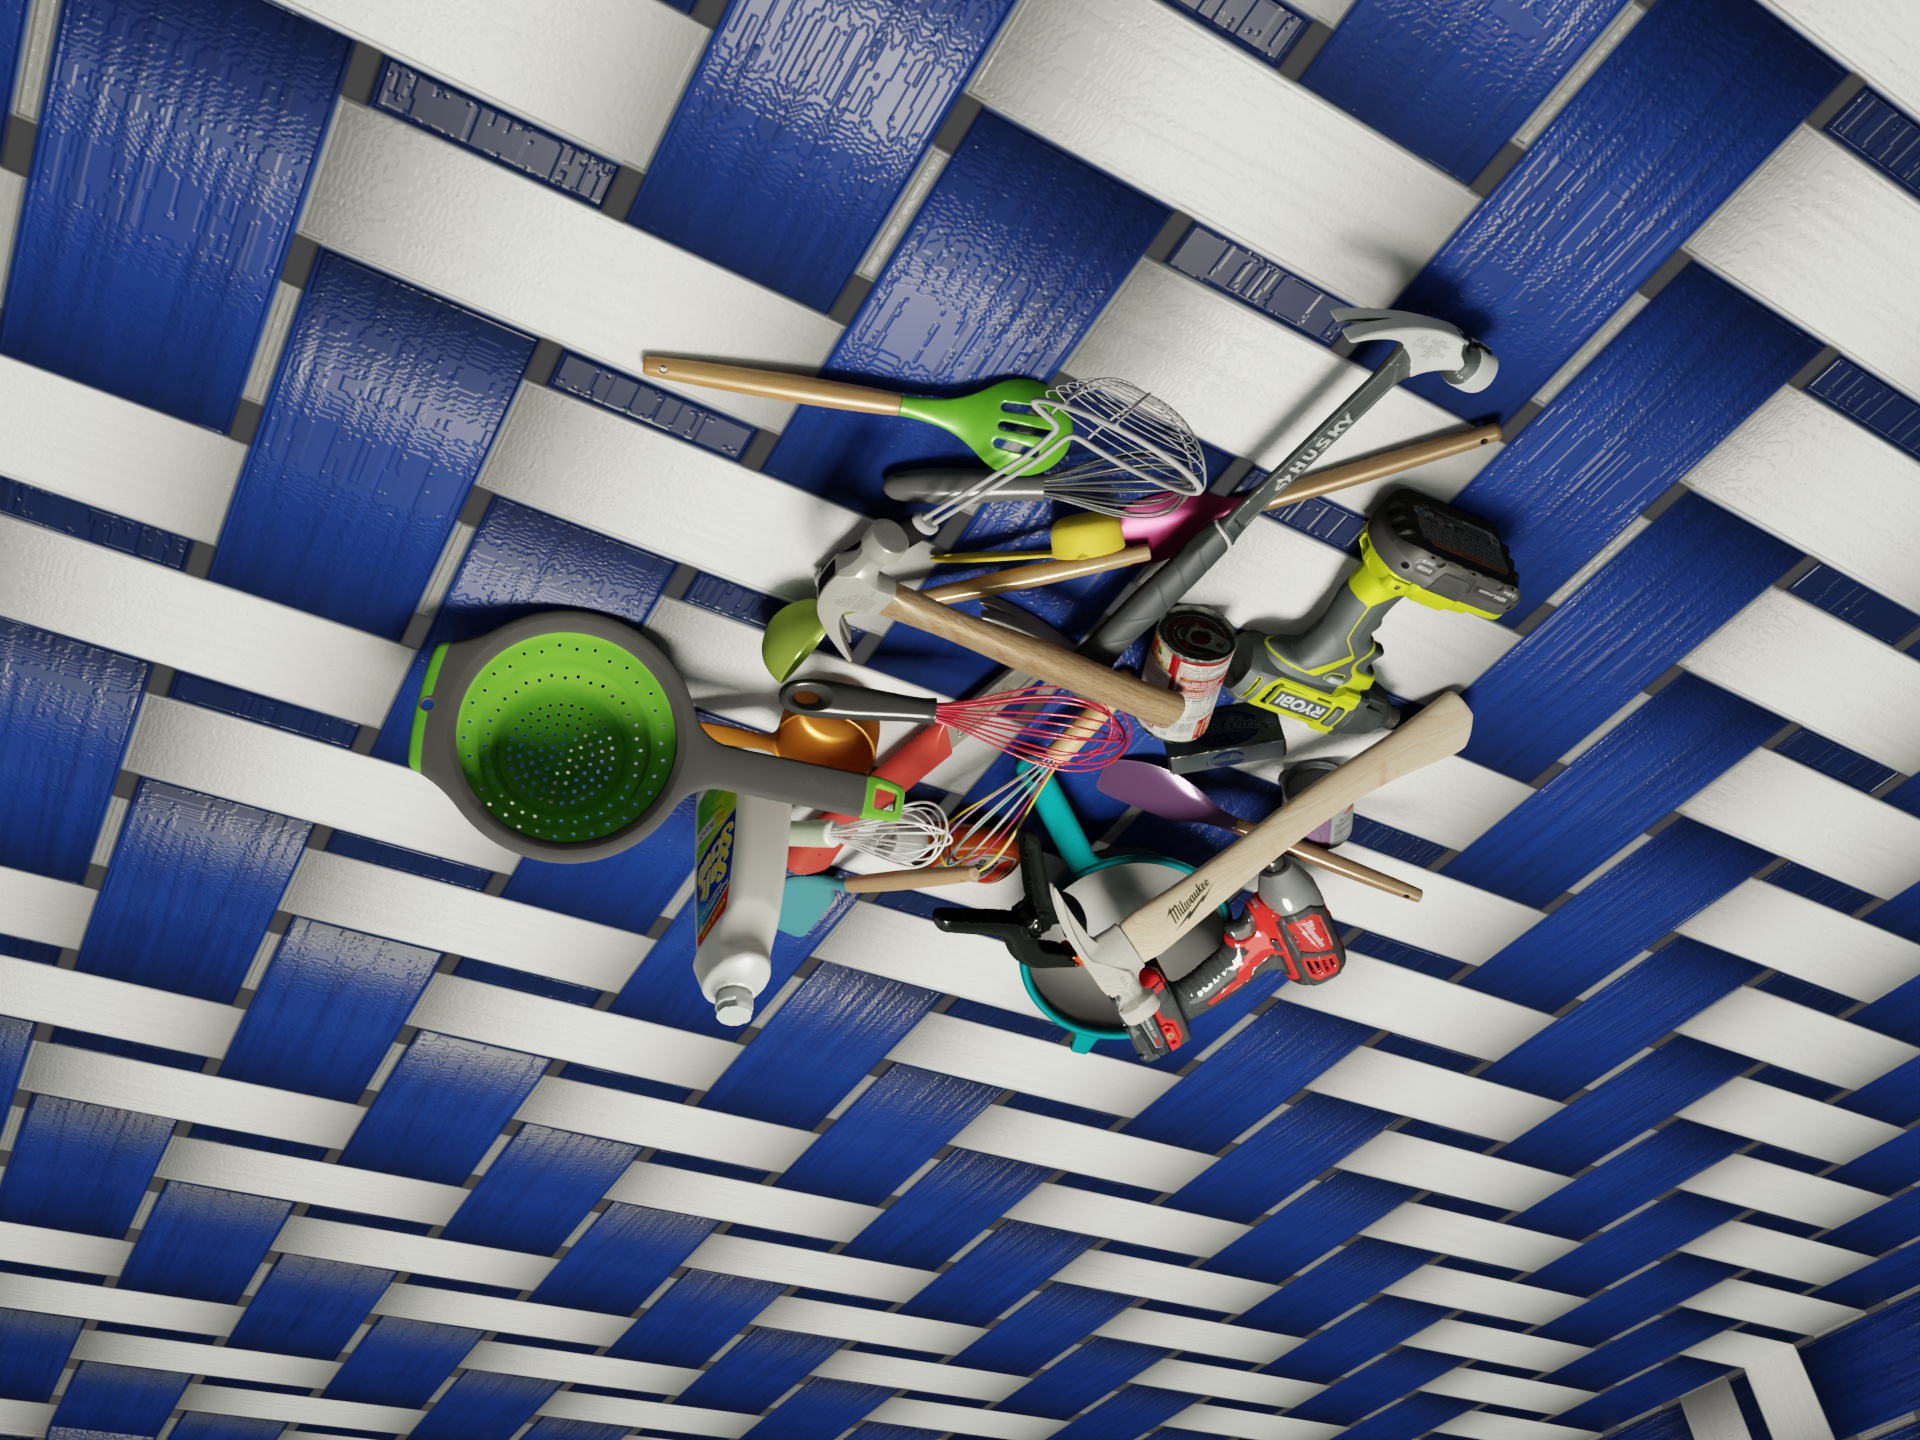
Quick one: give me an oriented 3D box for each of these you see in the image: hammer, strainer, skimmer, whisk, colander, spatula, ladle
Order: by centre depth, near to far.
[{"bbox_3d":[0.014,-0.142,1.134,0.127,0.090,0.363,27,144,-36],"label":"skimmer"},{"bbox_3d":[0.061,-0.179,1.200,0.239,0.055,0.055,0,137,1],"label":"whisk"},{"bbox_3d":[0.208,-0.153,1.202,0.149,0.036,0.409,11,137,-40],"label":"hammer"},{"bbox_3d":[0.038,-0.055,1.233,0.331,0.031,0.130,20,141,-29],"label":"hammer"},{"bbox_3d":[-0.004,-0.090,1.268,0.320,0.078,0.062,-11,95,5],"label":"ladle"},{"bbox_3d":[-0.002,-0.004,1.312,0.295,0.073,0.073,7,135,-7],"label":"whisk"},{"bbox_3d":[-0.246,0.036,1.318,0.397,0.205,0.094,13,165,-15],"label":"colander"},{"bbox_3d":[0.066,0.046,1.403,0.245,0.047,0.051,-48,147,15],"label":"whisk"},{"bbox_3d":[-0.044,0.029,1.412,0.149,0.037,0.359,31,125,-32],"label":"hammer"},{"bbox_3d":[-0.107,0.100,1.413,0.246,0.059,0.057,-2,163,38],"label":"whisk"},{"bbox_3d":[0.275,0.095,1.416,0.410,0.038,0.146,-35,97,-2],"label":"hammer"},{"bbox_3d":[0.278,0.104,1.469,0.316,0.018,0.059,22,134,1],"label":"spatula"},{"bbox_3d":[-0.090,0.163,1.492,0.082,0.044,0.317,32,153,-31],"label":"spatula"},{"bbox_3d":[0.128,0.151,1.533,0.211,0.095,0.340,-26,115,6],"label":"strainer"}]

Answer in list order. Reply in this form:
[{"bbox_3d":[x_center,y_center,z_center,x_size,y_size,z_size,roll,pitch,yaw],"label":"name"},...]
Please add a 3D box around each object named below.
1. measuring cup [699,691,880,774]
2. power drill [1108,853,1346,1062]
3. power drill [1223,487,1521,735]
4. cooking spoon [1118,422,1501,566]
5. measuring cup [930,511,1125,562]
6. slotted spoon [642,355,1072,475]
[{"bbox_3d":[-0.154,0.003,1.367,0.173,0.052,0.095,8,132,5],"label":"measuring cup"},{"bbox_3d":[0.241,0.214,1.484,0.219,0.079,0.143,-26,116,2],"label":"power drill"},{"bbox_3d":[0.347,-0.075,1.318,0.171,0.080,0.223,18,136,-22],"label":"power drill"},{"bbox_3d":[0.259,-0.178,1.238,0.319,0.017,0.068,-16,136,12],"label":"cooking spoon"},{"bbox_3d":[0.050,-0.142,1.241,0.156,0.062,0.029,-3,108,15],"label":"measuring cup"},{"bbox_3d":[-0.069,-0.228,1.138,0.313,0.031,0.070,8,104,-9],"label":"slotted spoon"}]
